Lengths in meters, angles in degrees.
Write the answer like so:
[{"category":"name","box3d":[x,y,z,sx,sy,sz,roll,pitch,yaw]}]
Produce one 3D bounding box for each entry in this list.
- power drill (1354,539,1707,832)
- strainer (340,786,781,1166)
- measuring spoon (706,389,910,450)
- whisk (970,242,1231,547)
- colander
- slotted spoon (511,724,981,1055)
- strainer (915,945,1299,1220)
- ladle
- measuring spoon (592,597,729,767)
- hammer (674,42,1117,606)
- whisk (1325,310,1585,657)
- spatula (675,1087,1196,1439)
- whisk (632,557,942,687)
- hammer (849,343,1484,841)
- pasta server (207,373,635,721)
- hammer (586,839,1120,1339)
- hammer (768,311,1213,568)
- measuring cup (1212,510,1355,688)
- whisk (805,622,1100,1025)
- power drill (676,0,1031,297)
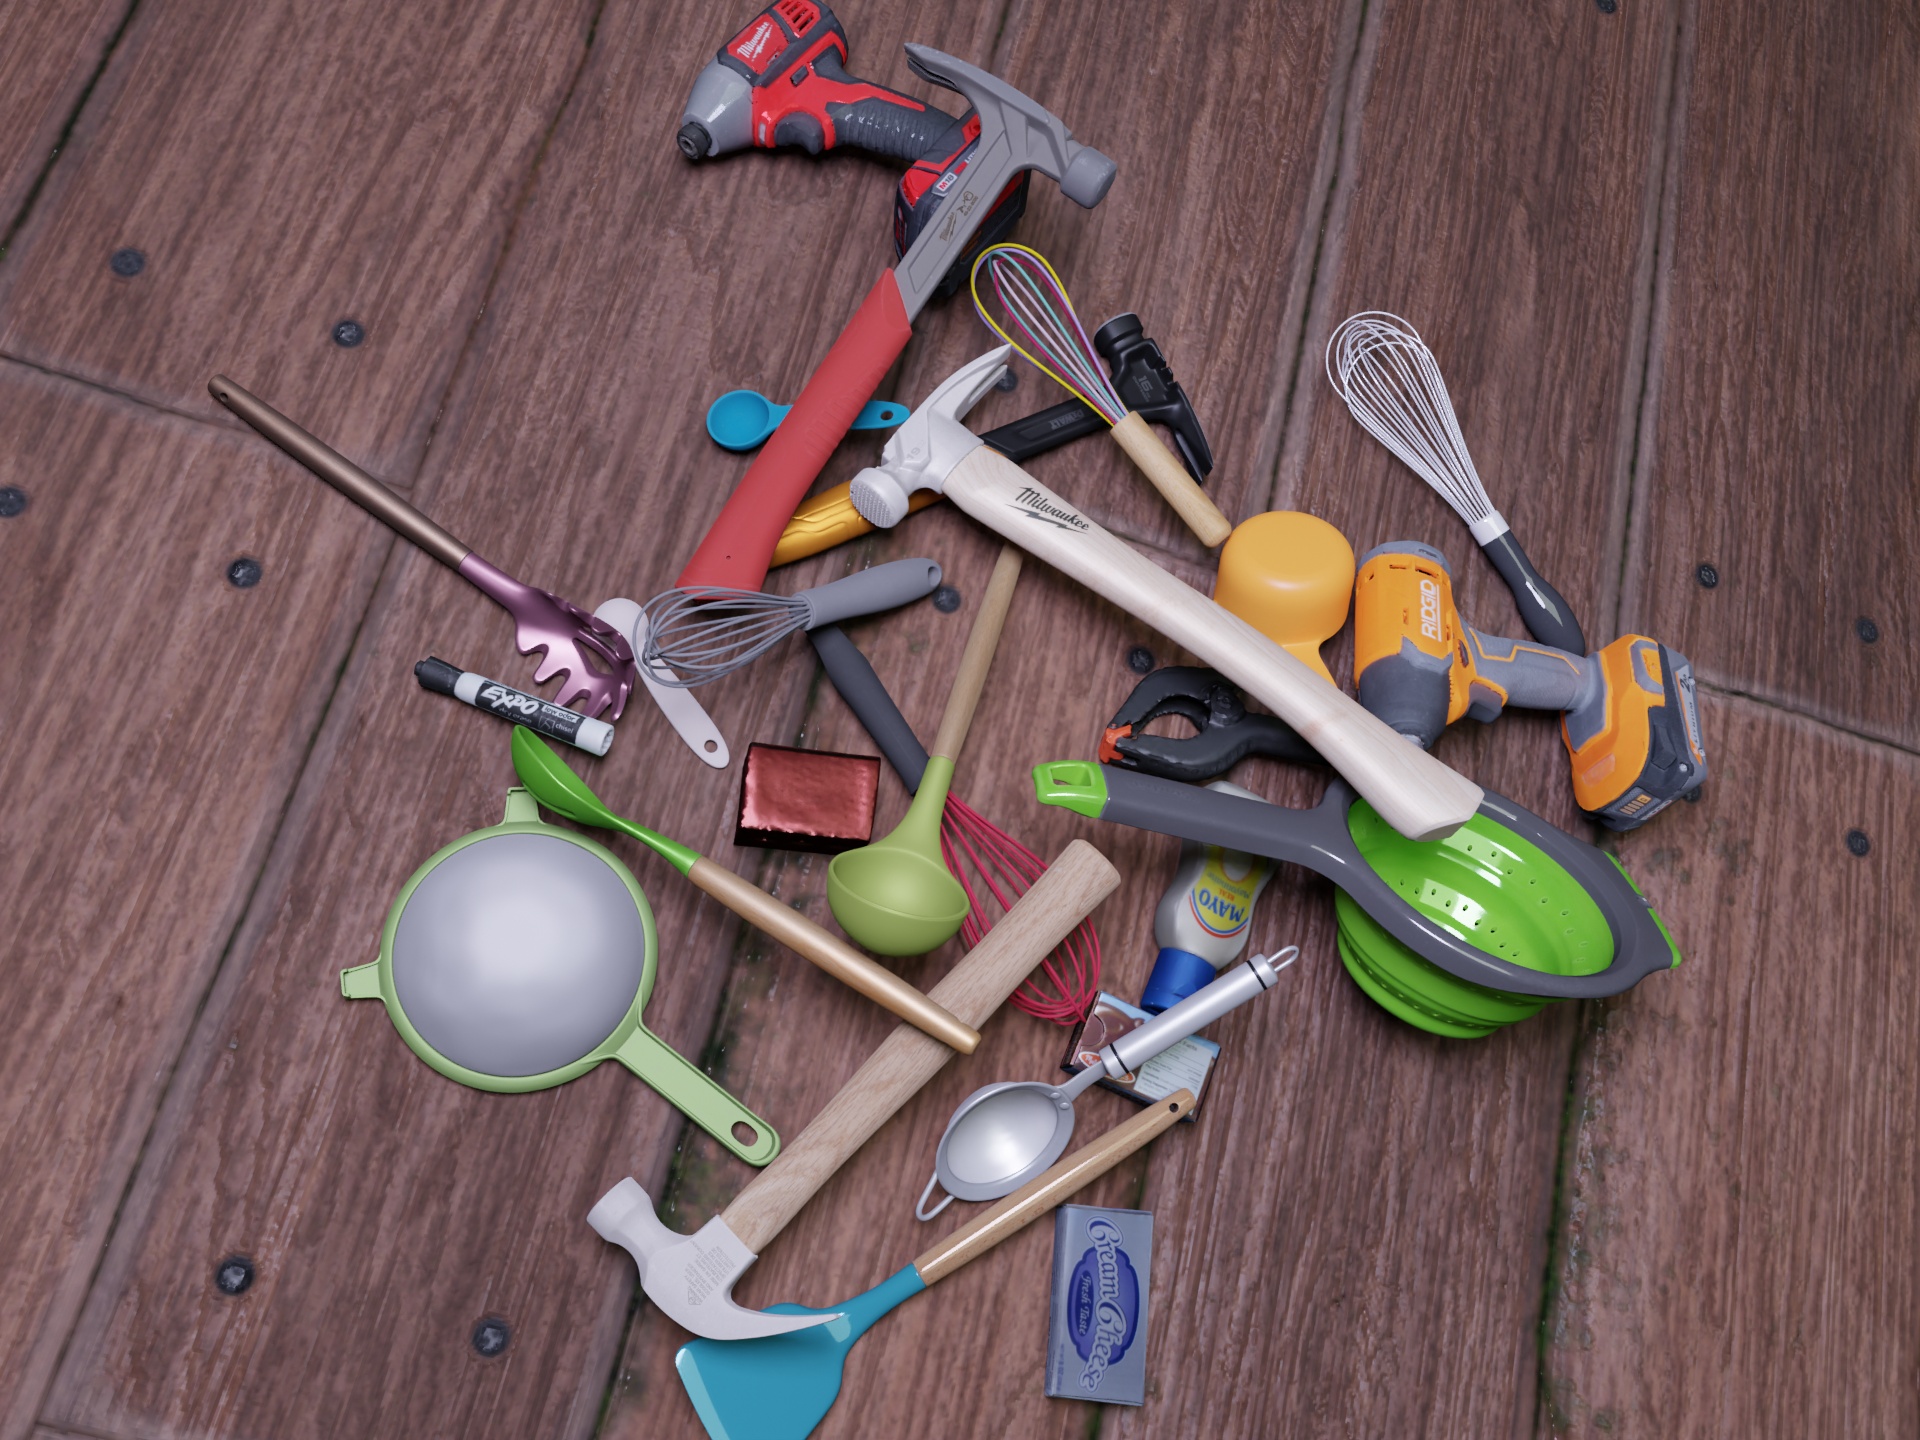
[{"category":"power drill","box3d":[0.355,-0.010,1.015,0.226,0.084,0.164,20,52,-10]},{"category":"strainer","box3d":[-0.198,0.156,0.861,0.256,0.069,0.151,38,69,2]},{"category":"measuring spoon","box3d":[-0.095,-0.186,1.002,0.128,0.021,0.042,0,66,5]},{"category":"whisk","box3d":[0.093,-0.212,1.023,0.047,0.051,0.245,-37,86,-27]},{"category":"colander","box3d":[0.217,0.104,0.933,0.397,0.094,0.205,13,31,-14]},{"category":"slotted spoon","box3d":[-0.124,0.093,0.862,0.314,0.070,0.031,30,82,13]},{"category":"strainer","box3d":[0.079,0.196,0.895,0.258,0.086,0.050,-32,39,2]},{"category":"ladle","box3d":[-0.001,-0.003,0.917,0.078,0.062,0.320,18,55,1]},{"category":"measuring spoon","box3d":[-0.176,-0.023,0.949,0.034,0.018,0.124,-36,85,-21]},{"category":"hammer","box3d":[-0.065,-0.224,0.946,0.149,0.036,0.359,34,87,7]},{"category":"whisk","box3d":[0.348,-0.160,1.098,0.070,0.070,0.284,-33,88,-20]},{"category":"spatula","box3d":[0.001,0.291,0.871,0.317,0.044,0.082,-30,79,-13]},{"category":"whisk","box3d":[-0.093,-0.067,0.927,0.239,0.055,0.055,-21,78,-46]},{"category":"hammer","box3d":[0.136,-0.072,0.958,0.411,0.038,0.146,36,67,10]},{"category":"pasta server","box3d":[-0.316,-0.107,0.932,0.316,0.060,0.040,36,28,2]},{"category":"hammer","box3d":[-0.035,0.192,0.852,0.130,0.031,0.331,43,77,12]},{"category":"hammer","box3d":[0.001,-0.157,1.025,0.337,0.034,0.127,-24,79,-19]},{"category":"measuring cup","box3d":[0.216,-0.065,0.997,0.095,0.052,0.174,-7,46,-5]},{"category":"whisk","box3d":[-0.009,0.054,0.946,0.073,0.073,0.296,-30,77,-20]},{"category":"power drill","box3d":[-0.072,-0.379,1.042,0.220,0.078,0.143,33,66,11]}]
